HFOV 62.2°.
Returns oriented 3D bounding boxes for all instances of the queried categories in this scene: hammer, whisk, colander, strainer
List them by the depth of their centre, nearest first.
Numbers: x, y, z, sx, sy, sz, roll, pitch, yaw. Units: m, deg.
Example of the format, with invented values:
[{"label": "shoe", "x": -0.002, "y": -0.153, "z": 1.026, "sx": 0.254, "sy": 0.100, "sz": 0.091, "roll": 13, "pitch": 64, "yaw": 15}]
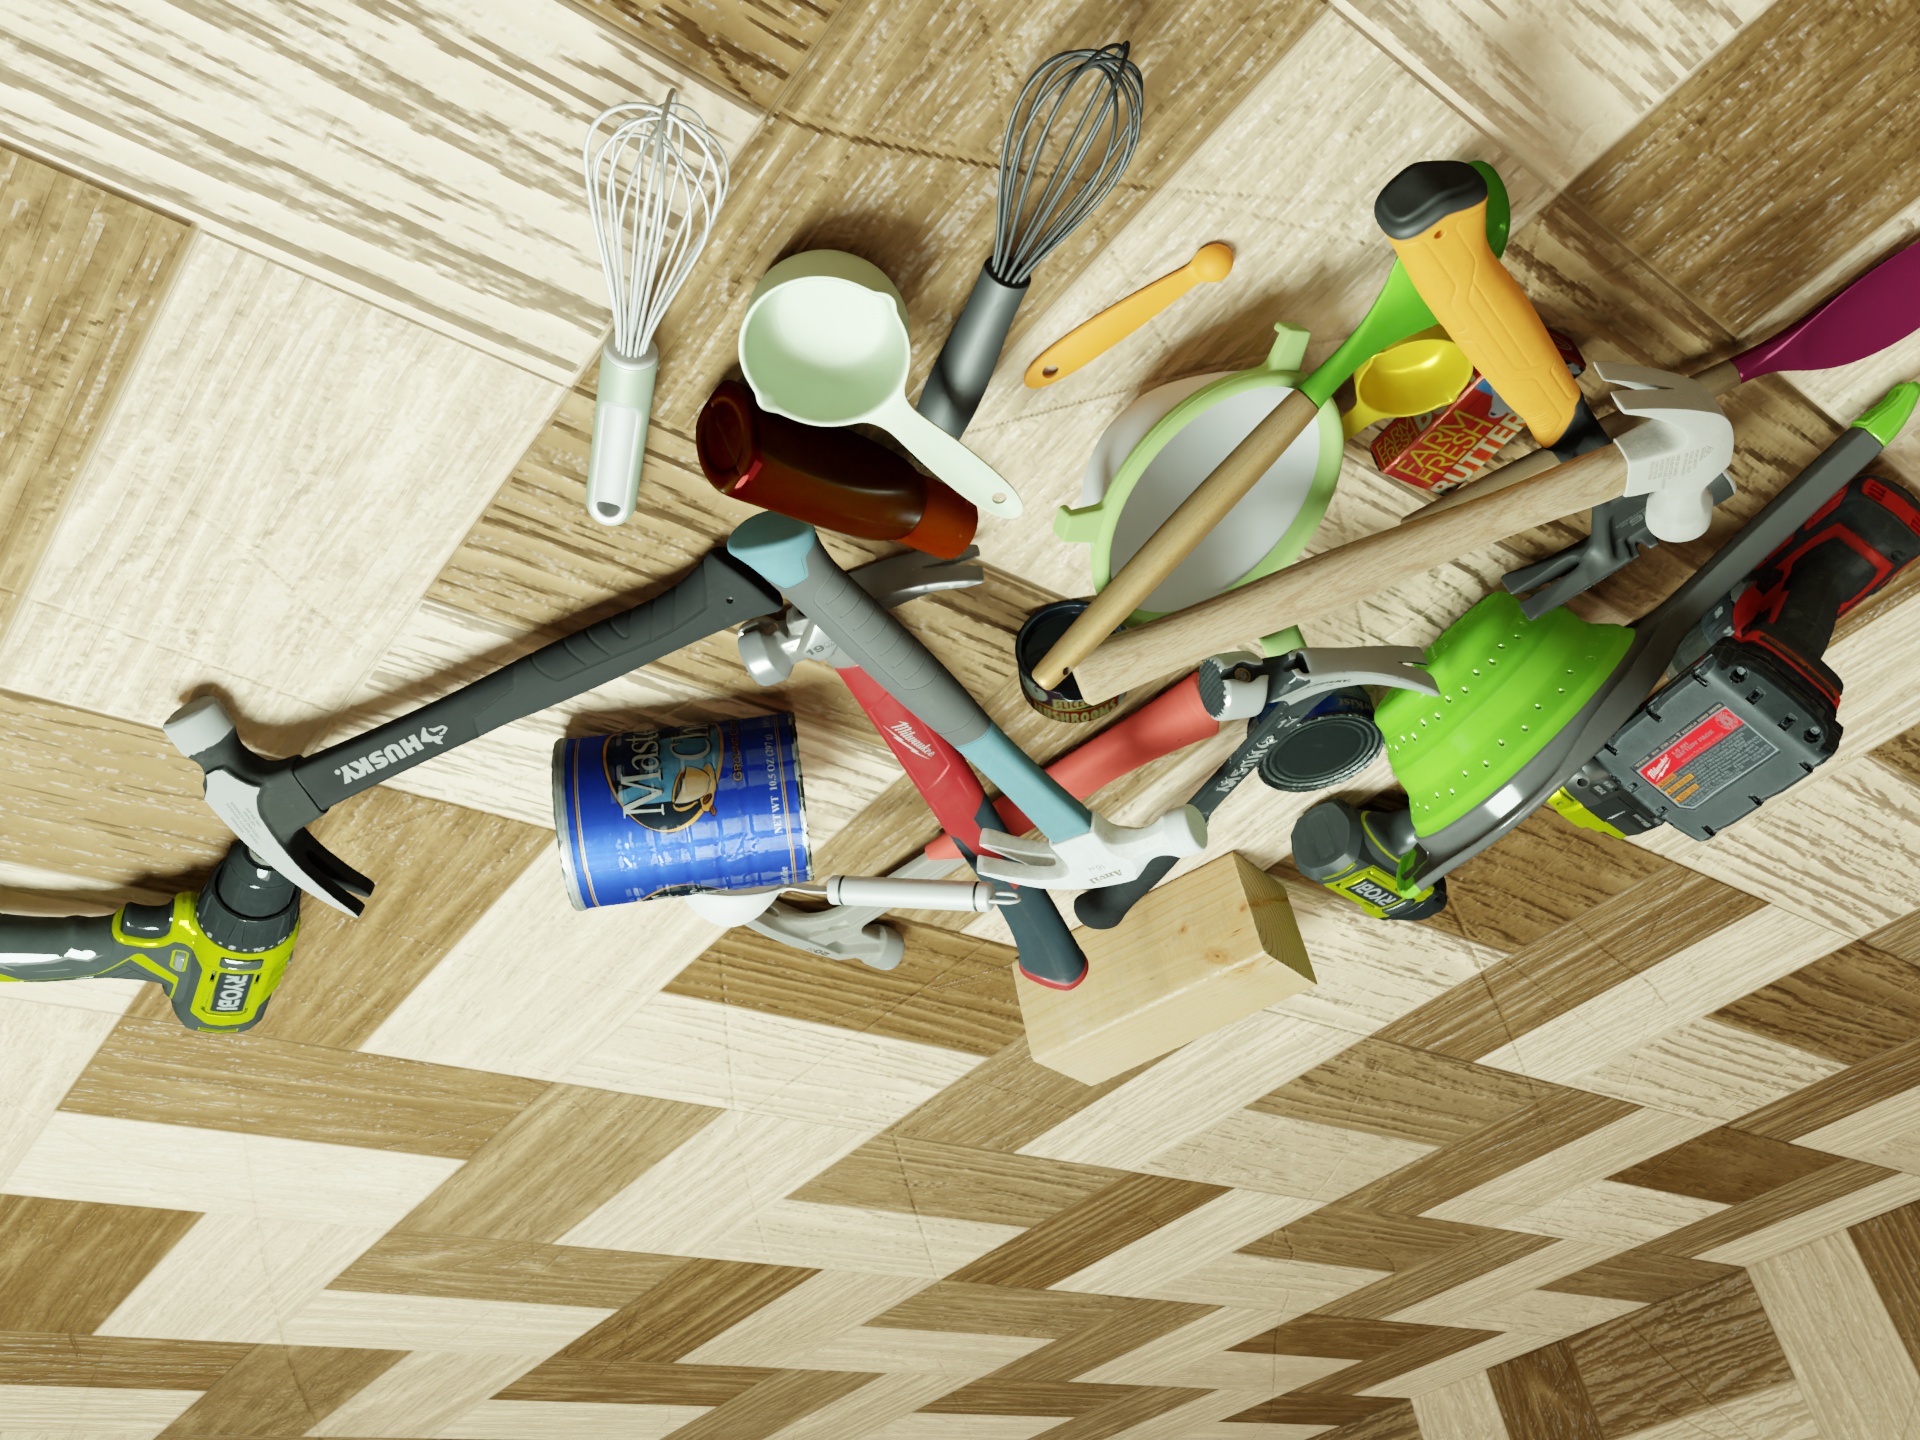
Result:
[{"label": "whisk", "x": -0.144, "y": -0.168, "z": 0.700, "sx": 0.057, "sy": 0.059, "sz": 0.246, "roll": 12, "pitch": 144, "yaw": -10}, {"label": "whisk", "x": 0.021, "y": -0.196, "z": 0.707, "sx": 0.055, "sy": 0.055, "sz": 0.238, "roll": 5, "pitch": 145, "yaw": -20}, {"label": "hammer", "x": 0.271, "y": -0.152, "z": 0.762, "sx": 0.127, "sy": 0.034, "sz": 0.336, "roll": -35, "pitch": 143, "yaw": 21}, {"label": "hammer", "x": 0.210, "y": -0.081, "z": 0.775, "sx": 0.331, "sy": 0.031, "sz": 0.129, "roll": -21, "pitch": 146, "yaw": 6}, {"label": "strainer", "x": 0.135, "y": -0.098, "z": 0.843, "sx": 0.151, "sy": 0.069, "sz": 0.256, "roll": -41, "pitch": 143, "yaw": 0}, {"label": "hammer", "x": -0.251, "y": -0.006, "z": 0.868, "sx": 0.335, "sy": 0.035, "sz": 0.146, "roll": -23, "pitch": 116, "yaw": 8}, {"label": "hammer", "x": -0.001, "y": -0.003, "z": 0.875, "sx": 0.128, "sy": 0.033, "sz": 0.330, "roll": -23, "pitch": 131, "yaw": 30}, {"label": "colander", "x": 0.372, "y": -0.068, "z": 0.934, "sx": 0.397, "sy": 0.094, "sz": 0.204, "roll": -47, "pitch": 174, "yaw": 16}, {"label": "hammer", "x": 0.016, "y": 0.050, "z": 0.990, "sx": 0.143, "sy": 0.038, "sz": 0.385, "roll": -20, "pitch": 133, "yaw": 13}, {"label": "strainer", "x": -0.086, "y": 0.110, "z": 1.019, "sx": 0.258, "sy": 0.050, "sz": 0.087, "roll": 0, "pitch": -169, "yaw": 18}, {"label": "hammer", "x": 0.157, "y": 0.056, "z": 1.026, "sx": 0.149, "sy": 0.036, "sz": 0.408, "roll": -7, "pitch": 156, "yaw": -19}, {"label": "hammer", "x": 0.017, "y": 0.068, "z": 1.067, "sx": 0.359, "sy": 0.037, "sz": 0.149, "roll": -34, "pitch": 138, "yaw": 28}]

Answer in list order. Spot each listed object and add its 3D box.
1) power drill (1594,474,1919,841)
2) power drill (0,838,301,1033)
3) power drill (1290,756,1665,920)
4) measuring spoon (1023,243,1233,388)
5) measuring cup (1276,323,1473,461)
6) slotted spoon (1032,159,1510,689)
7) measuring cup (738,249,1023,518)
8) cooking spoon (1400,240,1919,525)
[{"label": "power drill", "x": 0.459, "y": -0.031, "z": 0.936, "sx": 0.227, "sy": 0.080, "sz": 0.187, "roll": -43, "pitch": 171, "yaw": -35}, {"label": "power drill", "x": -0.520, "y": 0.119, "z": 0.961, "sx": 0.228, "sy": 0.080, "sz": 0.190, "roll": 9, "pitch": 140, "yaw": -29}, {"label": "power drill", "x": 0.373, "y": 0.073, "z": 1.139, "sx": 0.223, "sy": 0.080, "sz": 0.171, "roll": -32, "pitch": 139, "yaw": 31}, {"label": "measuring spoon", "x": 0.079, "y": -0.189, "z": 0.758, "sx": 0.117, "sy": 0.011, "sz": 0.021, "roll": -29, "pitch": 140, "yaw": 23}, {"label": "measuring cup", "x": 0.194, "y": -0.160, "z": 0.825, "sx": 0.062, "sy": 0.029, "sz": 0.156, "roll": 17, "pitch": 147, "yaw": -33}, {"label": "slotted spoon", "x": 0.145, "y": -0.130, "z": 0.744, "sx": 0.313, "sy": 0.031, "sz": 0.070, "roll": -47, "pitch": 143, "yaw": 10}, {"label": "measuring cup", "x": -0.029, "y": -0.151, "z": 0.737, "sx": 0.083, "sy": 0.038, "sz": 0.167, "roll": -34, "pitch": 128, "yaw": 29}, {"label": "cooking spoon", "x": 0.382, "y": -0.172, "z": 0.837, "sx": 0.319, "sy": 0.017, "sz": 0.068, "roll": -26, "pitch": 142, "yaw": 10}]
